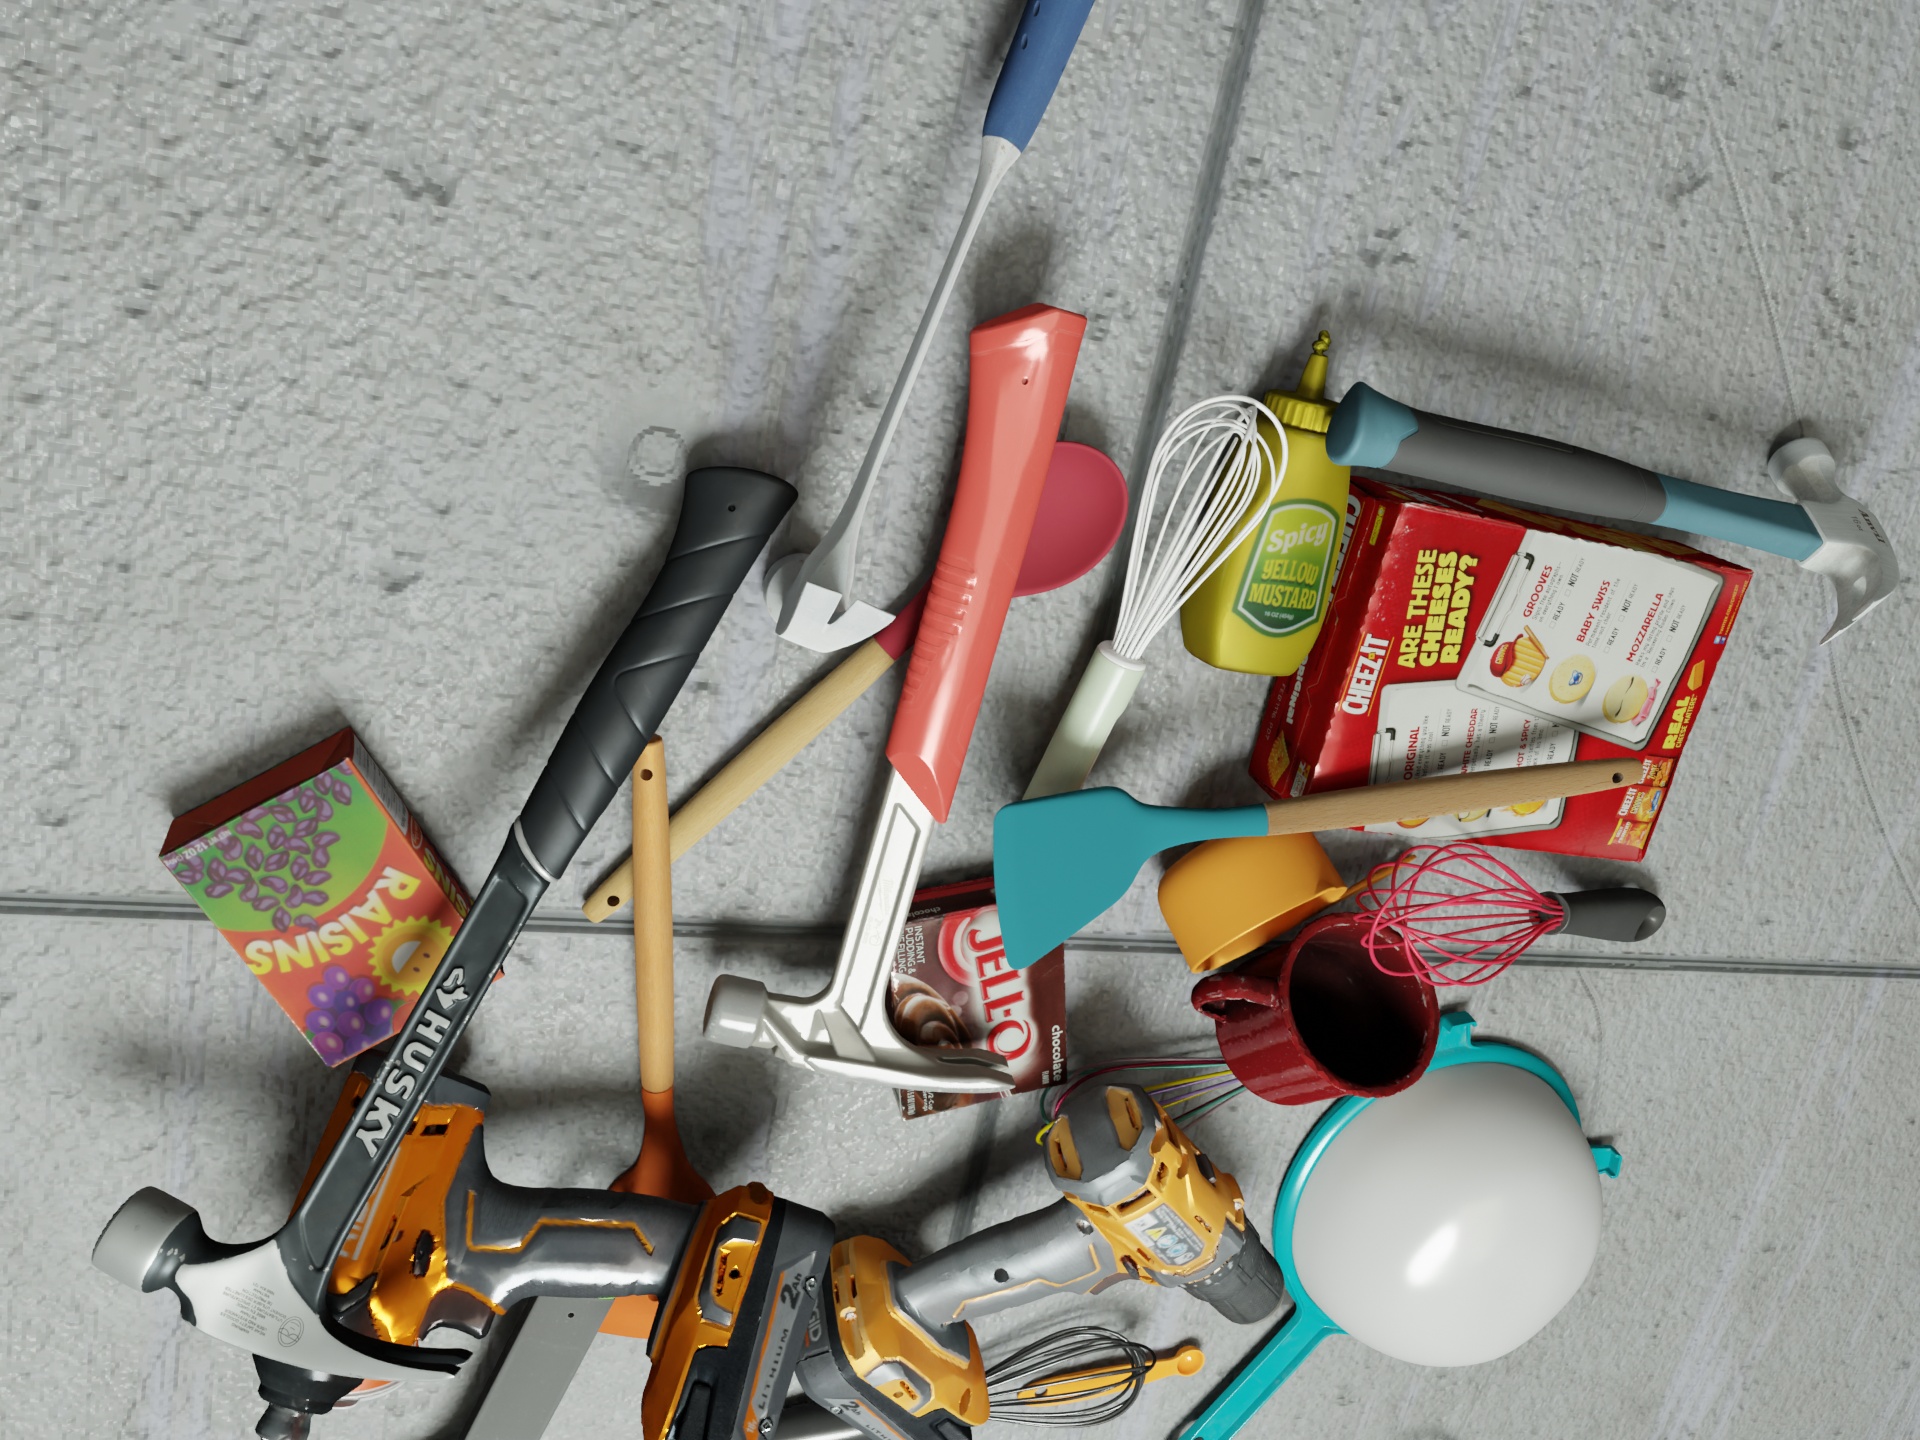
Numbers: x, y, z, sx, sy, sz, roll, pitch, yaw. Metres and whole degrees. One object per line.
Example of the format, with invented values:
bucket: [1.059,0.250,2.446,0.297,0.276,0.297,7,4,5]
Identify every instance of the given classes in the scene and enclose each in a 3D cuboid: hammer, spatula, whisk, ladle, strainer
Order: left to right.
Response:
hammer: [-0.180,0.073,0.651,0.149,0.036,0.409,29,84,-1]
spatula: [-0.143,0.156,0.744,0.081,0.041,0.322,4,116,0]
ladle: [-0.053,-0.014,0.723,0.315,0.031,0.069,-41,114,3]
whisk: [-0.005,0.380,0.892,0.239,0.055,0.055,-6,113,-11]
hammer: [-0.001,-0.002,0.704,0.149,0.037,0.359,13,105,-13]
hammer: [0.014,-0.214,0.620,0.035,0.144,0.405,21,97,-15]
whisk: [0.079,-0.037,0.736,0.059,0.058,0.246,19,115,-12]
whisk: [0.152,0.194,0.870,0.245,0.051,0.047,-10,119,-20]
spatula: [0.169,0.048,0.737,0.317,0.044,0.082,-8,111,-5]
strainer: [0.255,0.349,0.934,0.210,0.095,0.340,40,93,-28]
whisk: [0.300,0.102,0.837,0.295,0.073,0.073,7,110,-43]
hammer: [0.313,-0.109,0.750,0.330,0.128,0.033,8,140,-22]

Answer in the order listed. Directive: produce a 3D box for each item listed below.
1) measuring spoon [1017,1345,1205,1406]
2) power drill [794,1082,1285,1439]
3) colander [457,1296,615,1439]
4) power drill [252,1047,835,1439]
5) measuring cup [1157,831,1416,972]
measuring spoon: [0.089,0.388,0.945,0.117,0.011,0.021,-7,112,-12]
power drill: [0.048,0.297,0.827,0.226,0.084,0.185,-33,124,11]
colander: [-0.249,0.423,0.777,0.204,0.095,0.397,22,107,-22]
power drill: [-0.185,0.255,0.696,0.226,0.084,0.164,20,69,-6]
measuring cup: [0.173,0.075,0.822,0.173,0.052,0.095,-15,158,-40]
